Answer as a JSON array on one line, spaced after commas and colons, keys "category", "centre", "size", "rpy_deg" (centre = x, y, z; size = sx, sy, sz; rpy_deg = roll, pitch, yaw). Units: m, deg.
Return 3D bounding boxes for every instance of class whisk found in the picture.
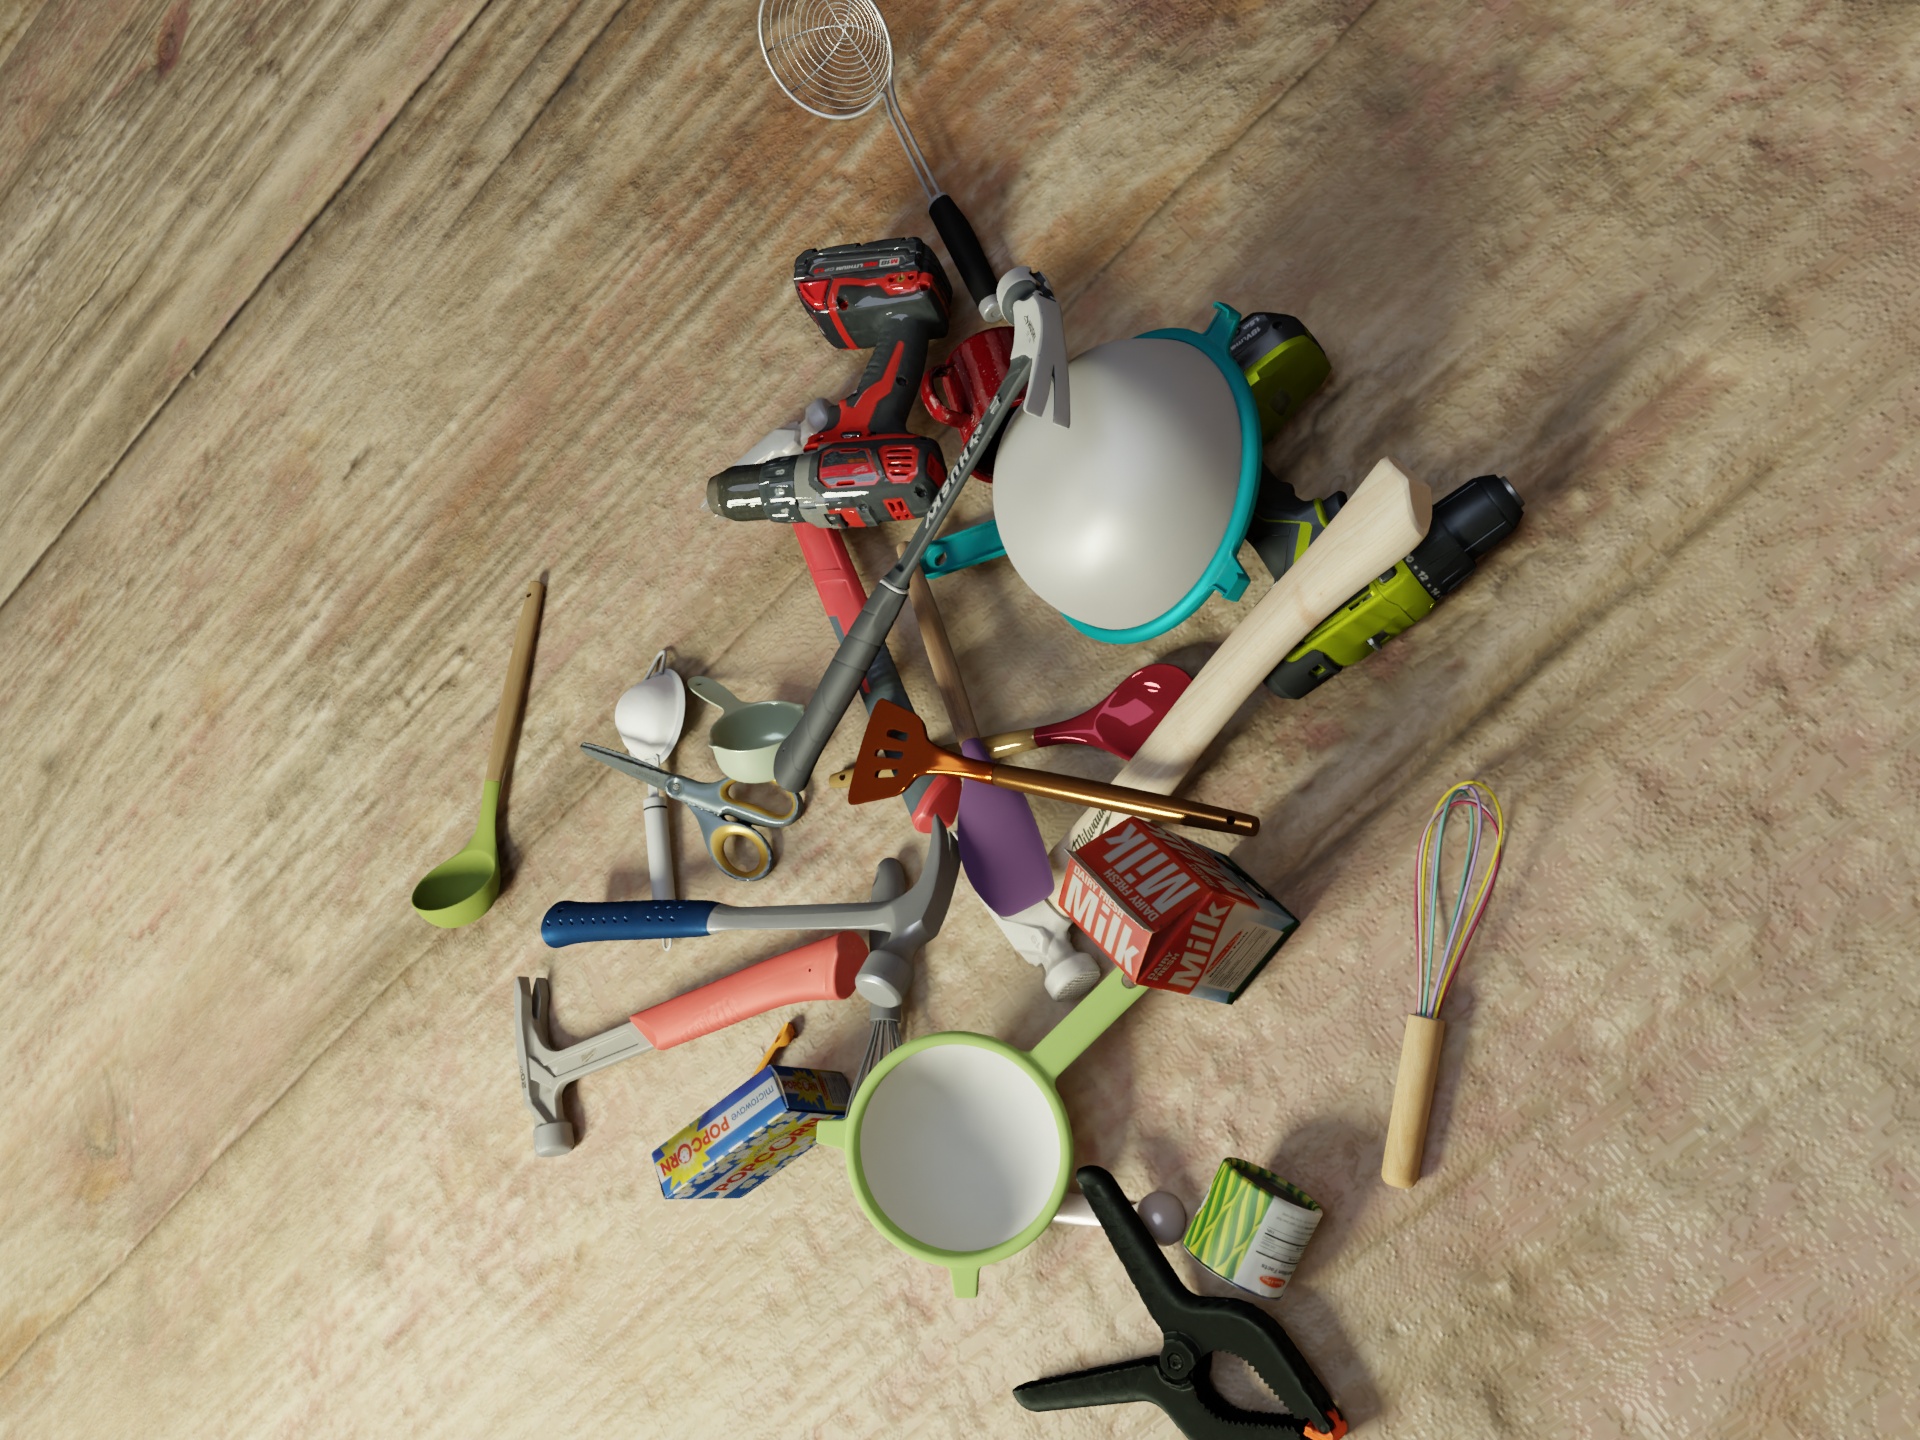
[{"category": "whisk", "centre": [0.283, 0.155, 0.945], "size": [0.047, 0.051, 0.245], "rpy_deg": [9, 85, 28]}, {"category": "whisk", "centre": [-0.053, 0.214, 1.139], "size": [0.055, 0.055, 0.239], "rpy_deg": [-11, 67, 29]}]

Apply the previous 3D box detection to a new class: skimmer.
[{"category": "skimmer", "centre": [-0.065, -0.465, 1.298], "size": [0.127, 0.090, 0.364], "rpy_deg": [-53, 53, 48]}]

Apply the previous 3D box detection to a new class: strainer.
[{"category": "strainer", "centre": [-0.252, 0.061, 1.305], "size": [0.087, 0.050, 0.259], "rpy_deg": [-24, 68, 42]}, {"category": "strainer", "centre": [0.040, 0.243, 1.059], "size": [0.256, 0.069, 0.151], "rpy_deg": [-45, 80, 1]}, {"category": "strainer", "centre": [0.047, -0.150, 1.079], "size": [0.340, 0.095, 0.211], "rpy_deg": [-13, 73, 50]}]

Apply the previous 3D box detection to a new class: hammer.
[{"category": "hammer", "centre": [0.144, -0.005, 1.020], "size": [0.410, 0.038, 0.146], "rpy_deg": [-53, 56, 26]}, {"category": "hammer", "centre": [-0.095, -0.072, 1.228], "size": [0.143, 0.038, 0.387], "rpy_deg": [-36, 57, 20]}, {"category": "hammer", "centre": [-0.035, -0.102, 1.081], "size": [0.408, 0.036, 0.149], "rpy_deg": [-58, 26, 32]}, {"category": "hammer", "centre": [-0.216, 0.220, 1.220], "size": [0.359, 0.036, 0.149], "rpy_deg": [-26, 65, 31]}, {"category": "hammer", "centre": [-0.168, 0.142, 1.175], "size": [0.405, 0.035, 0.144], "rpy_deg": [-7, 41, 39]}]

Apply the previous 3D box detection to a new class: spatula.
[{"category": "spatula", "centre": [-0.002, -0.004, 1.128], "size": [0.060, 0.018, 0.316], "rpy_deg": [-28, 58, 16]}, {"category": "spatula", "centre": [0.049, 0.041, 1.050], "size": [0.323, 0.041, 0.081], "rpy_deg": [11, 80, 33]}]

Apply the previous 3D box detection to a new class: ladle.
[{"category": "ladle", "centre": [0.033, 0.018, 1.146], "size": [0.315, 0.031, 0.069], "rpy_deg": [-13, 69, 31]}, {"category": "ladle", "centre": [-0.416, 0.025, 1.406], "size": [0.078, 0.062, 0.320], "rpy_deg": [2, 75, 30]}]

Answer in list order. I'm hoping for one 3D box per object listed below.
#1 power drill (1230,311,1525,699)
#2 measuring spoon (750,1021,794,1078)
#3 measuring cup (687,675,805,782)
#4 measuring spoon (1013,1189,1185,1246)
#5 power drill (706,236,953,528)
[{"category": "power drill", "centre": [0.234, -0.152, 1.038], "size": [0.190, 0.080, 0.229], "rpy_deg": [-37, 64, 20]}, {"category": "measuring spoon", "centre": [-0.156, 0.279, 1.201], "size": [0.011, 0.021, 0.117], "rpy_deg": [30, 96, -9]}, {"category": "measuring cup", "centre": [-0.178, 0.004, 1.271], "size": [0.168, 0.083, 0.038], "rpy_deg": [31, 139, 52]}, {"category": "measuring spoon", "centre": [0.086, 0.320, 1.036], "size": [0.124, 0.018, 0.034], "rpy_deg": [-4, 75, 31]}, {"category": "power drill", "centre": [-0.097, -0.252, 1.232], "size": [0.188, 0.080, 0.227], "rpy_deg": [-2, 69, 17]}]
